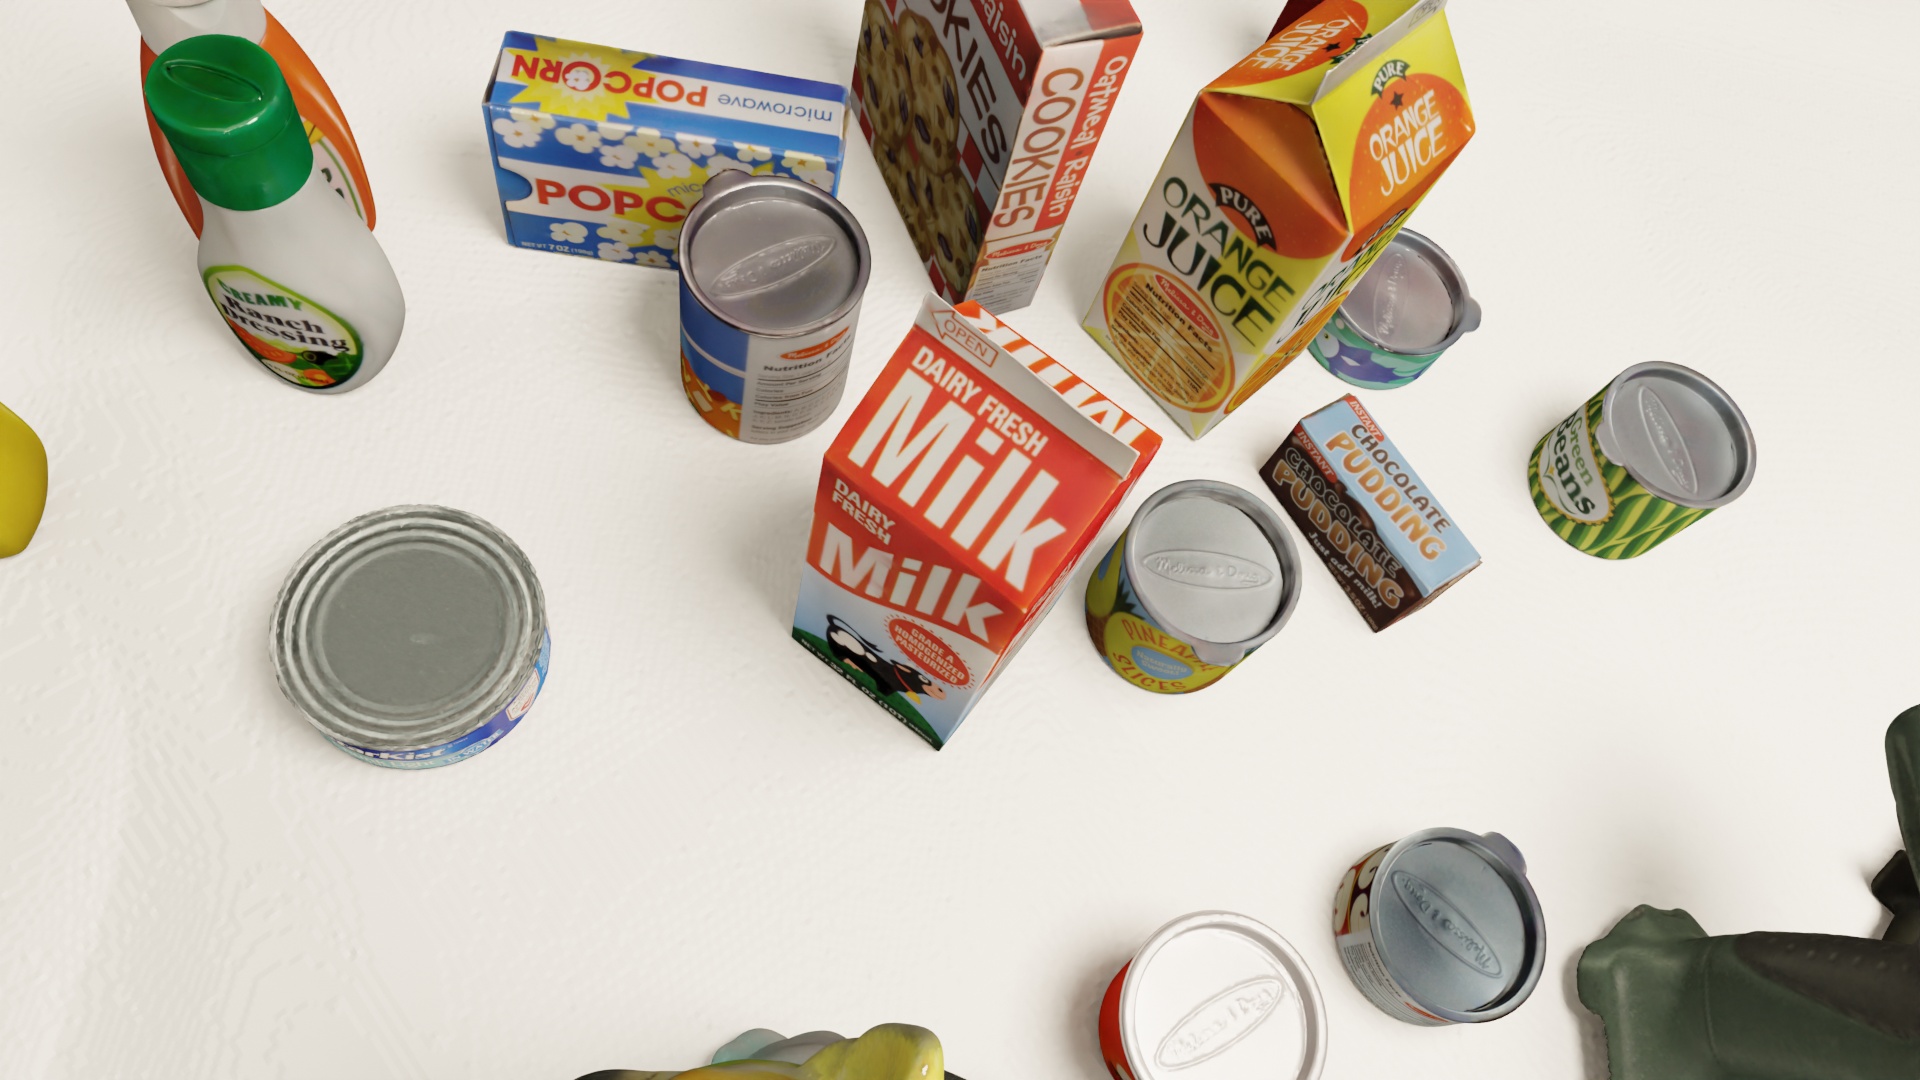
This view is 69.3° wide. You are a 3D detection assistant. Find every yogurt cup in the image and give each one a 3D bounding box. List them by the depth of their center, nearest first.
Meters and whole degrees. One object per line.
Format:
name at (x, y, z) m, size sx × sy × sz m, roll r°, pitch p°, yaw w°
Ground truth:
yogurt cup at (0.078, 0.159, 0.455) m, size 0.072 × 0.053 × 0.072 m, roll 4°, pitch 66°, yaw -10°

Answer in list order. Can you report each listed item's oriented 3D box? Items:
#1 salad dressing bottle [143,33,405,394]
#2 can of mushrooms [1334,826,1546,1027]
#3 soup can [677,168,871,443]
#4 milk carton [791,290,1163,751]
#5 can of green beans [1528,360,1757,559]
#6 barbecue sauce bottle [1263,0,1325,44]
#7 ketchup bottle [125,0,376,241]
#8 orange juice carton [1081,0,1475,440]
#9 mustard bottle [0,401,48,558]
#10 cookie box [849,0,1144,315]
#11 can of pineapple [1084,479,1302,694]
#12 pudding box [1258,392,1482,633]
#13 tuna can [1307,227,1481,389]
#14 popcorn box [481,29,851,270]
salad dressing bottle at (-0.224, -0.101, 0.456) m, size 0.064 × 0.147 × 0.044 m, roll 18°, pitch 65°, yaw -3°
can of mushrooms at (0.171, 0.136, 0.495) m, size 0.071 × 0.033 × 0.071 m, roll 4°, pitch 66°, yaw -10°
soup can at (-0.072, -0.085, 0.515) m, size 0.071 × 0.083 × 0.071 m, roll 4°, pitch 66°, yaw -10°
milk carton at (0.002, -0.005, 0.436) m, size 0.072 × 0.189 × 0.074 m, roll 38°, pitch 65°, yaw 6°
can of green beans at (0.281, -0.032, 0.577) m, size 0.071 × 0.057 × 0.071 m, roll 4°, pitch 66°, yaw -10°
barbecue sauce bottle at (0.171, -0.230, 0.591) m, size 0.044 × 0.148 × 0.065 m, roll -9°, pitch 69°, yaw -15°
ketchup bottle at (-0.246, -0.149, 0.472) m, size 0.065 × 0.148 × 0.043 m, roll -27°, pitch 75°, yaw -21°
orange juice carton at (0.116, -0.122, 0.508) m, size 0.072 × 0.191 × 0.073 m, roll -39°, pitch 79°, yaw -23°
mustard bottle at (-0.326, -0.041, 0.402) m, size 0.065 × 0.159 × 0.049 m, roll 4°, pitch 67°, yaw -10°
cookie box at (0.006, -0.178, 0.525) m, size 0.040 × 0.166 × 0.123 m, roll -18°, pitch 72°, yaw -18°
can of pineapple at (0.084, 0.020, 0.514) m, size 0.071 × 0.057 × 0.071 m, roll 4°, pitch 66°, yaw -10°
pudding box at (0.160, -0.011, 0.548) m, size 0.030 × 0.049 × 0.084 m, roll -28°, pitch 75°, yaw -21°
tuna can at (0.185, -0.100, 0.601) m, size 0.071 × 0.032 × 0.071 m, roll 4°, pitch 66°, yaw -10°
popcorn box at (-0.110, -0.142, 0.531) m, size 0.127 × 0.085 × 0.038 m, roll 7°, pitch 66°, yaw -8°
